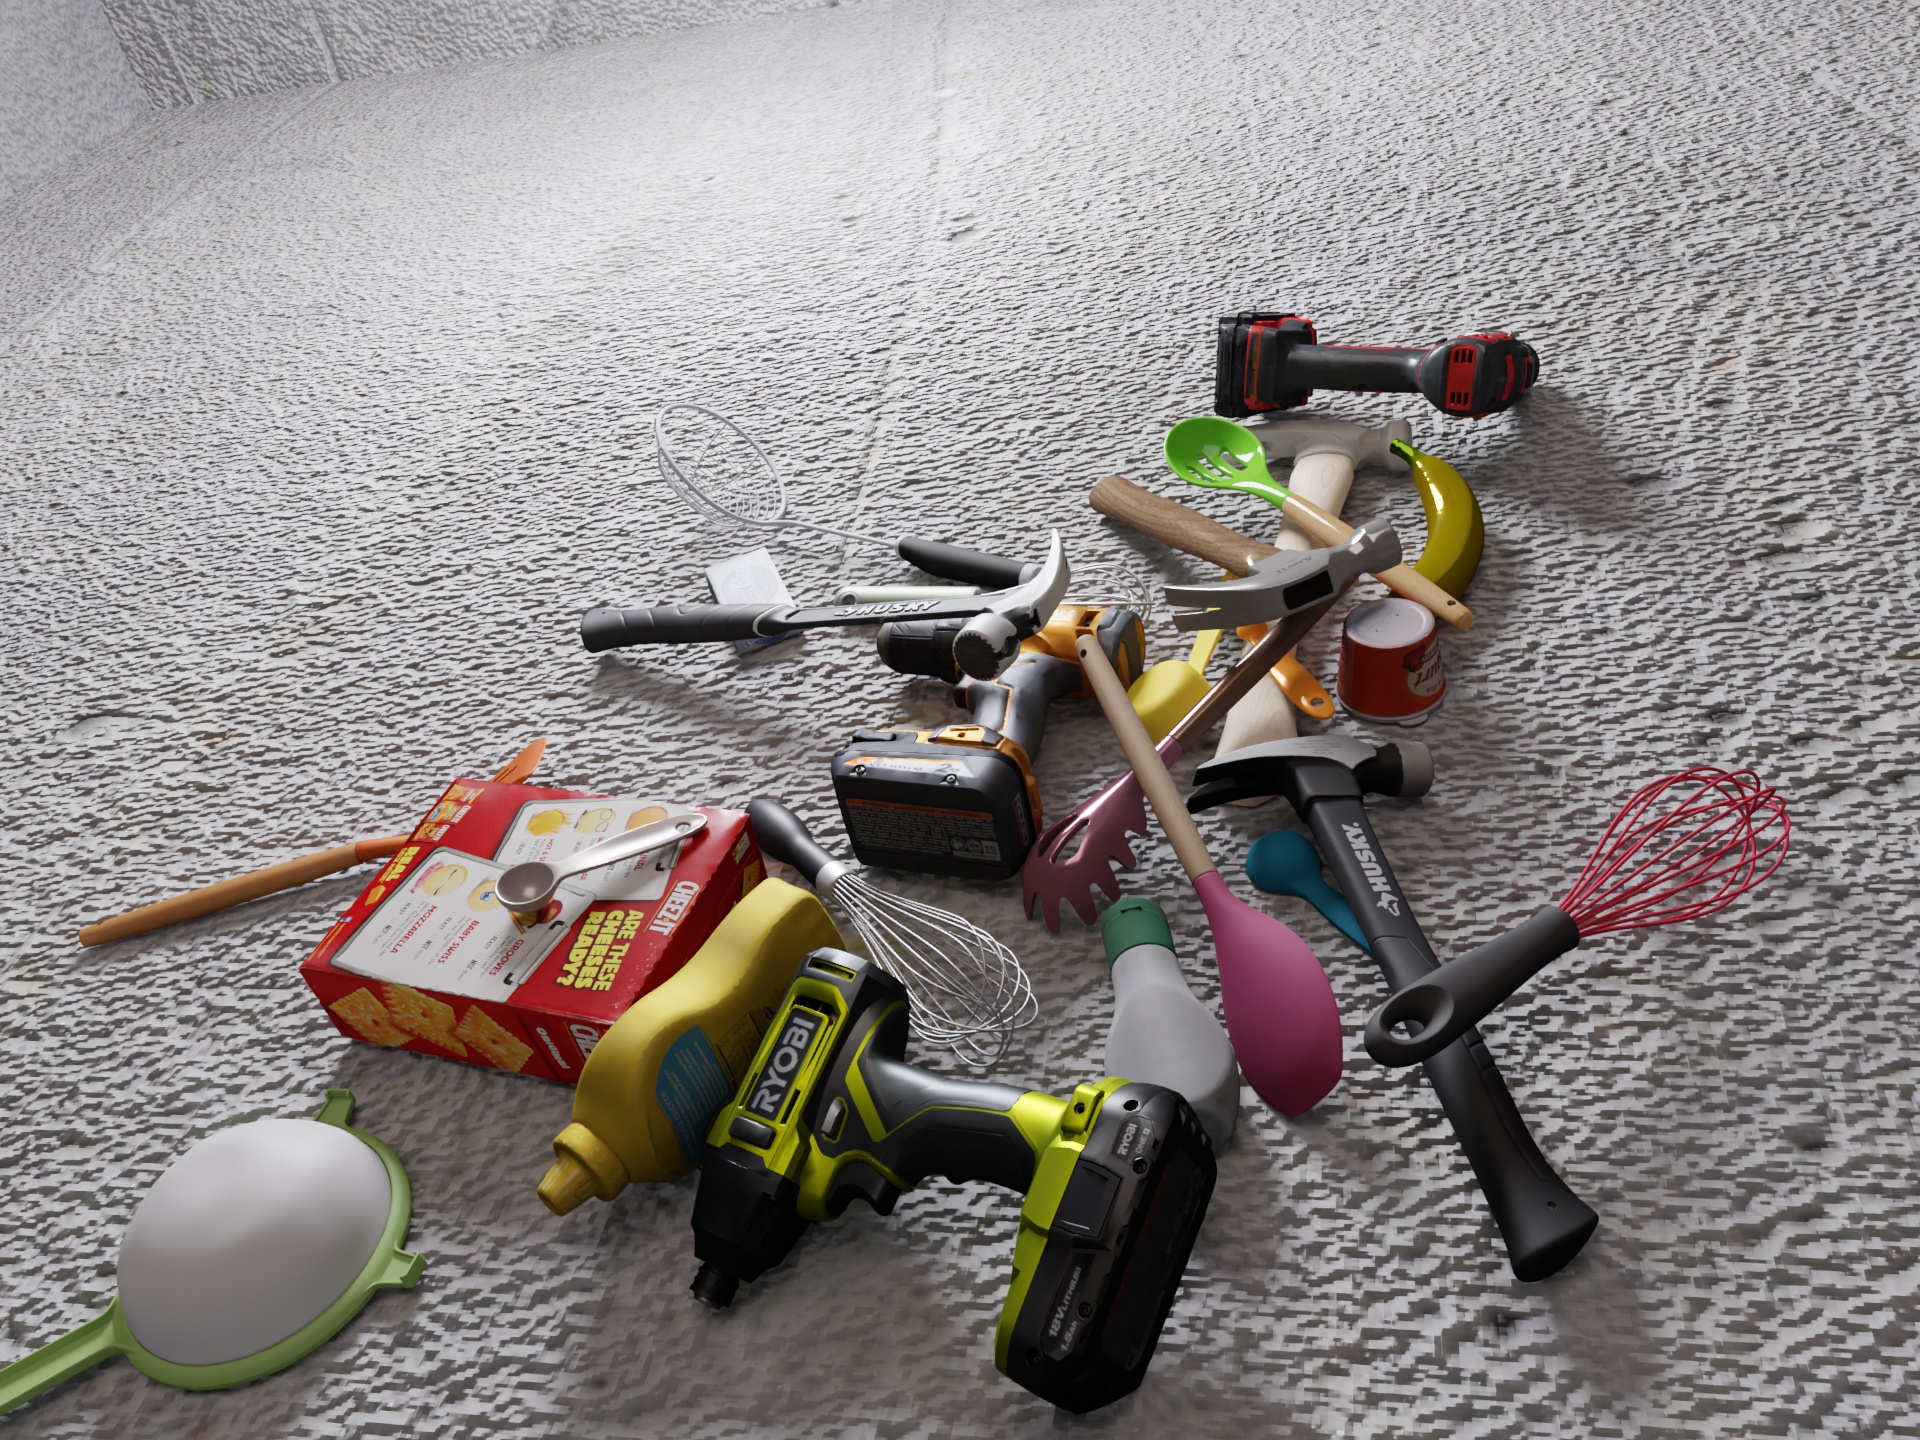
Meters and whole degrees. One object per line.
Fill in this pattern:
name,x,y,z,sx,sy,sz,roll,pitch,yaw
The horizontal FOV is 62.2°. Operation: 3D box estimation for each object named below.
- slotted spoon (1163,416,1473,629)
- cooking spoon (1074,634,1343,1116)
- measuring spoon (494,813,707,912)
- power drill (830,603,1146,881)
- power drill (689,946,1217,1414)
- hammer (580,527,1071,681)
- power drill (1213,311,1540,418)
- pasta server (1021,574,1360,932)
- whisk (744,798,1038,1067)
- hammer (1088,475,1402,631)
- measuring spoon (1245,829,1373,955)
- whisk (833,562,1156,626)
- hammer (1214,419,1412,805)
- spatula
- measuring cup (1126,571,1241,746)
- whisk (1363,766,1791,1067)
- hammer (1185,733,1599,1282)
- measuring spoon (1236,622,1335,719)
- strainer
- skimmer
slotted spoon,0.238,-0.136,1.083,0.070,0.031,0.314,-26,39,-13
cooking spoon,0.121,0.066,0.850,0.017,0.068,0.319,15,38,-36
measuring spoon,-0.199,0.081,0.894,0.124,0.018,0.034,-20,41,-21
power drill,-0.002,-0.003,1.005,0.185,0.084,0.226,5,37,26
power drill,-0.014,0.211,0.717,0.223,0.080,0.171,12,66,33
hammer,-0.109,-0.073,1.088,0.409,0.036,0.149,0,31,34
power drill,0.329,-0.273,1.230,0.227,0.080,0.188,10,18,29
pasta server,0.146,0.003,0.944,0.316,0.040,0.060,-43,39,-23
whisk,-0.053,0.107,0.900,0.070,0.070,0.285,-31,35,-22
hammer,0.157,-0.125,1.079,0.130,0.031,0.331,-24,22,-8
measuring spoon,0.203,0.094,0.859,0.042,0.021,0.129,-28,40,-19
whisk,0.020,-0.083,1.132,0.246,0.058,0.059,3,5,24
hammer,0.214,-0.091,1.085,0.146,0.038,0.411,2,40,21
spatula,-0.422,0.086,1.045,0.322,0.041,0.081,-18,18,-3
measuring cup,0.147,-0.050,1.020,0.062,0.029,0.157,-15,40,49
whisk,0.304,0.093,0.773,0.296,0.073,0.073,-24,38,-26
hammer,0.219,0.123,0.789,0.146,0.035,0.335,-1,39,-11
measuring spoon,0.199,-0.035,0.978,0.021,0.011,0.117,-20,37,-5
strainer,-0.403,0.271,0.777,0.256,0.069,0.152,-28,39,-21
skimmer,-0.089,-0.175,1.240,0.363,0.090,0.127,17,15,31
